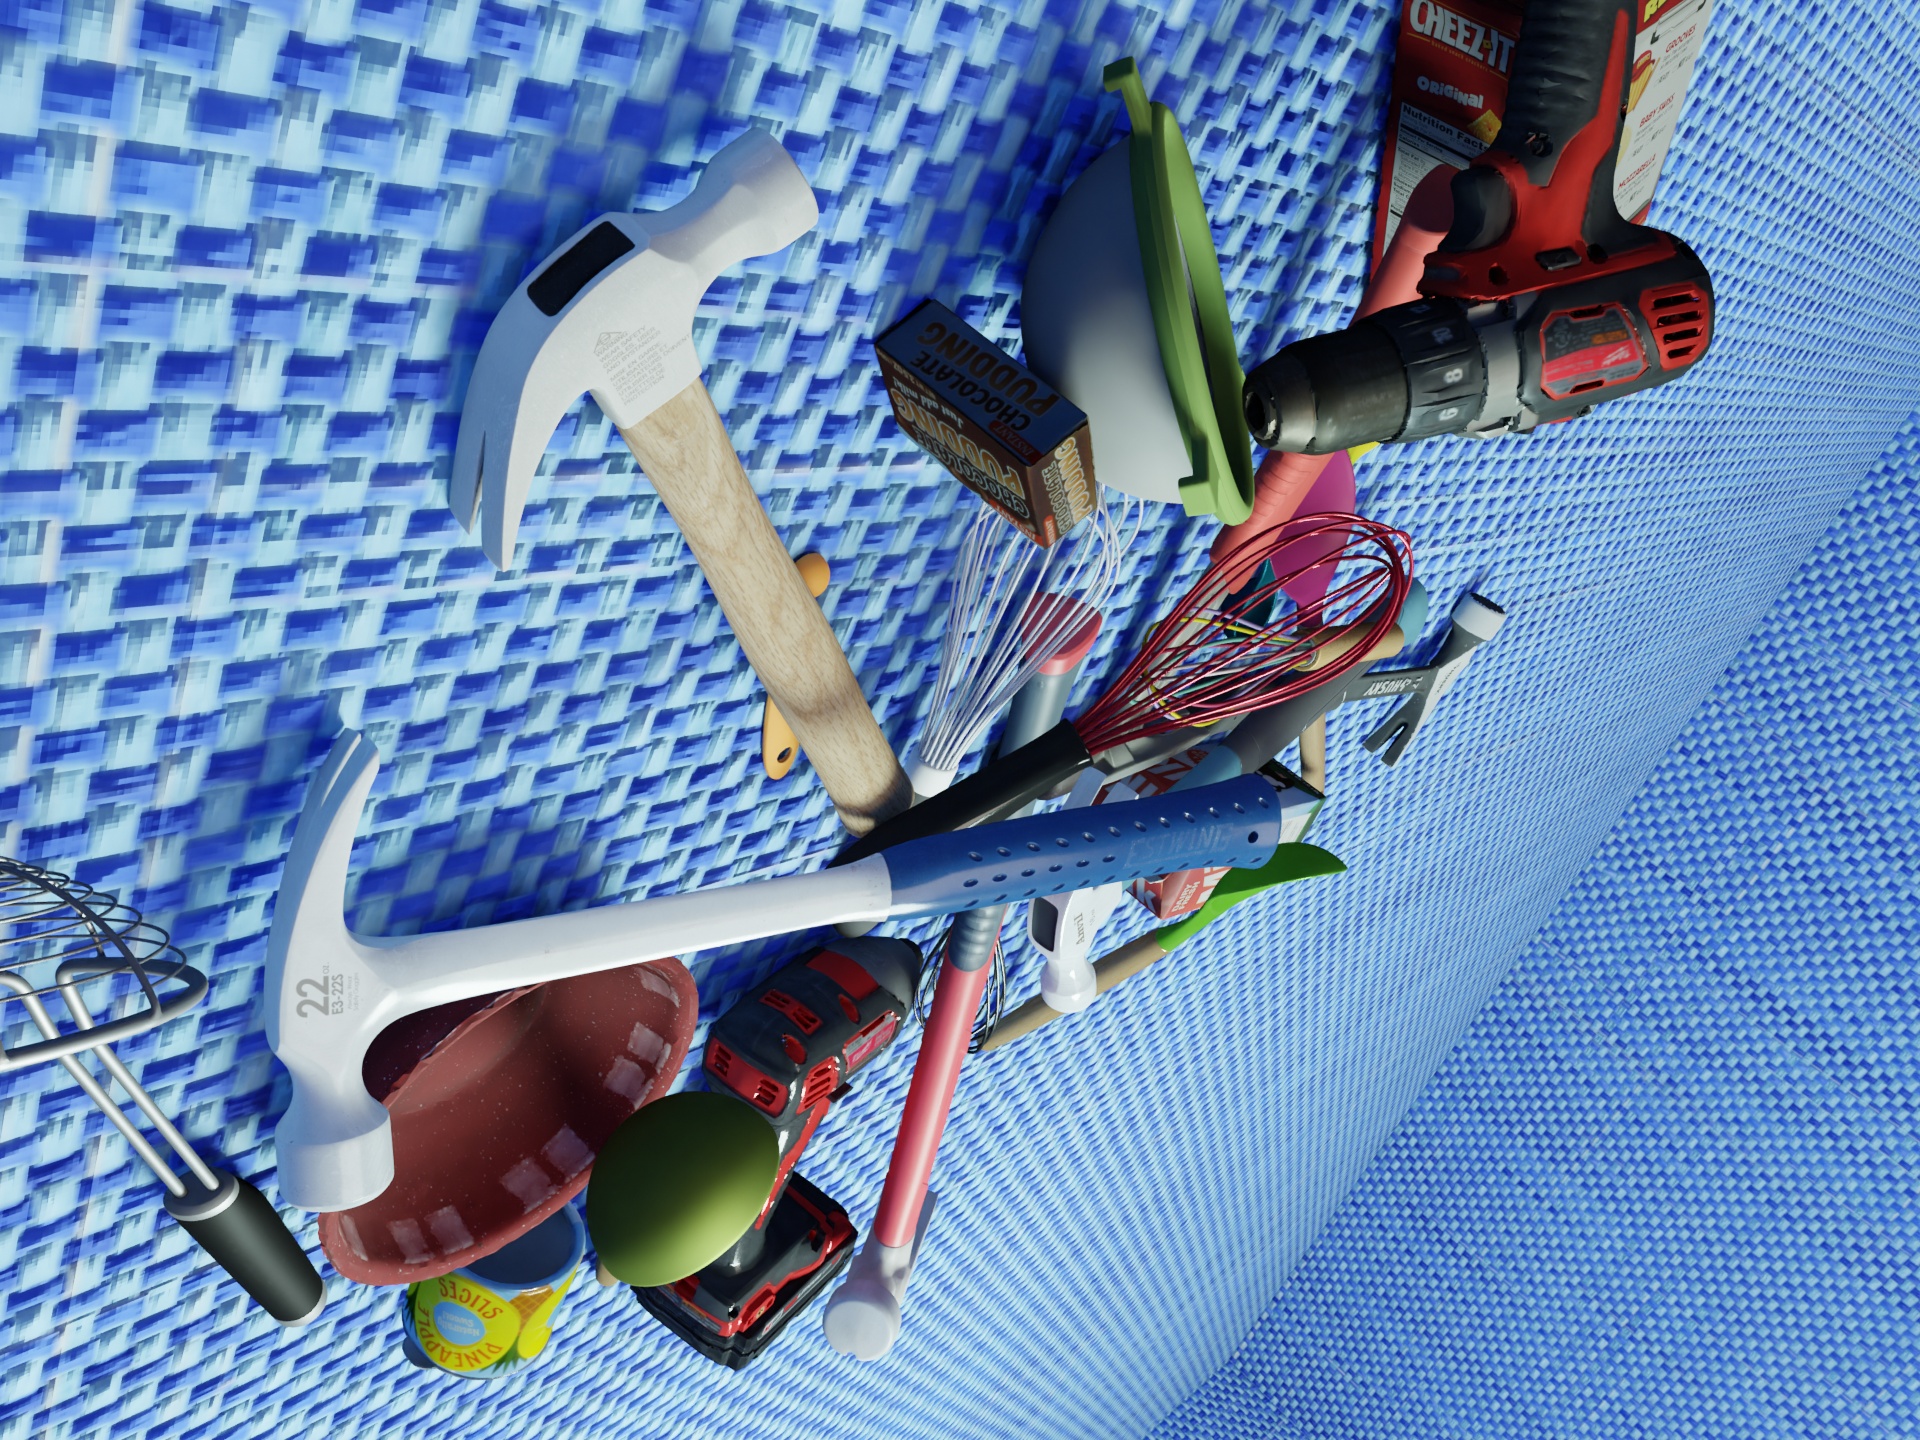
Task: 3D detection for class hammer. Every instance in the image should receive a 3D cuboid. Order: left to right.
[{"bbox_3d":[-0.069,-0.040,0.557,0.130,0.031,0.331,-39,150,-10],"label":"hammer"},{"bbox_3d":[-0.038,0.057,0.581,0.405,0.035,0.144,-7,105,-34],"label":"hammer"},{"bbox_3d":[0.004,0.121,0.800,0.143,0.038,0.386,-55,160,-73],"label":"hammer"},{"bbox_3d":[0.156,0.018,0.878,0.331,0.033,0.128,-38,140,-29],"label":"hammer"},{"bbox_3d":[0.152,-0.101,0.780,0.149,0.037,0.359,-19,148,-45],"label":"hammer"},{"bbox_3d":[0.261,-0.018,1.102,0.408,0.036,0.149,-7,131,-53],"label":"hammer"}]

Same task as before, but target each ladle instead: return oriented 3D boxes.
[{"bbox_3d":[-0.137,0.228,0.701,0.078,0.062,0.320,-50,175,-30],"label":"ladle"}]

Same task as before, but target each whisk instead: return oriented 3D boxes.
[{"bbox_3d":[0.000,-0.002,0.706,0.070,0.070,0.284,-17,143,-47],"label":"whisk"},{"bbox_3d":[0.013,0.097,0.863,0.055,0.055,0.238,-25,140,-40],"label":"whisk"},{"bbox_3d":[0.067,-0.002,0.679,0.296,0.073,0.073,-31,151,-2],"label":"whisk"},{"bbox_3d":[0.162,-0.030,0.805,0.245,0.047,0.051,-9,139,-48],"label":"whisk"}]

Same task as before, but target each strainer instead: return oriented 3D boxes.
[{"bbox_3d":[0.073,-0.143,0.630,0.069,0.151,0.256,-11,180,15],"label":"strainer"}]

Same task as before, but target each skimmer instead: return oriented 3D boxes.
[{"bbox_3d":[-0.251,0.146,0.473,0.127,0.090,0.363,-4,143,-7],"label":"skimmer"}]

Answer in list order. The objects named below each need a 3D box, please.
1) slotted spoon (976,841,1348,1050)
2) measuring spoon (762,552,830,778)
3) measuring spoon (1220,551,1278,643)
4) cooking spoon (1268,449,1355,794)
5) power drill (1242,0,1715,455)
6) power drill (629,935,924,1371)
[{"bbox_3d":[0.102,0.138,0.935,0.070,0.031,0.313,-5,156,-42],"label":"slotted spoon"},{"bbox_3d":[-0.065,-0.017,0.633,0.021,0.011,0.116,-27,145,-37],"label":"measuring spoon"},{"bbox_3d":[0.168,-0.102,0.881,0.042,0.021,0.128,-22,133,-46],"label":"measuring spoon"},{"bbox_3d":[0.208,-0.044,0.946,0.069,0.017,0.318,-39,144,-17],"label":"cooking spoon"},{"bbox_3d":[0.181,-0.211,0.573,0.188,0.080,0.226,-16,113,-14],"label":"power drill"},{"bbox_3d":[-0.085,0.209,0.812,0.143,0.079,0.219,-30,144,-55],"label":"power drill"}]
